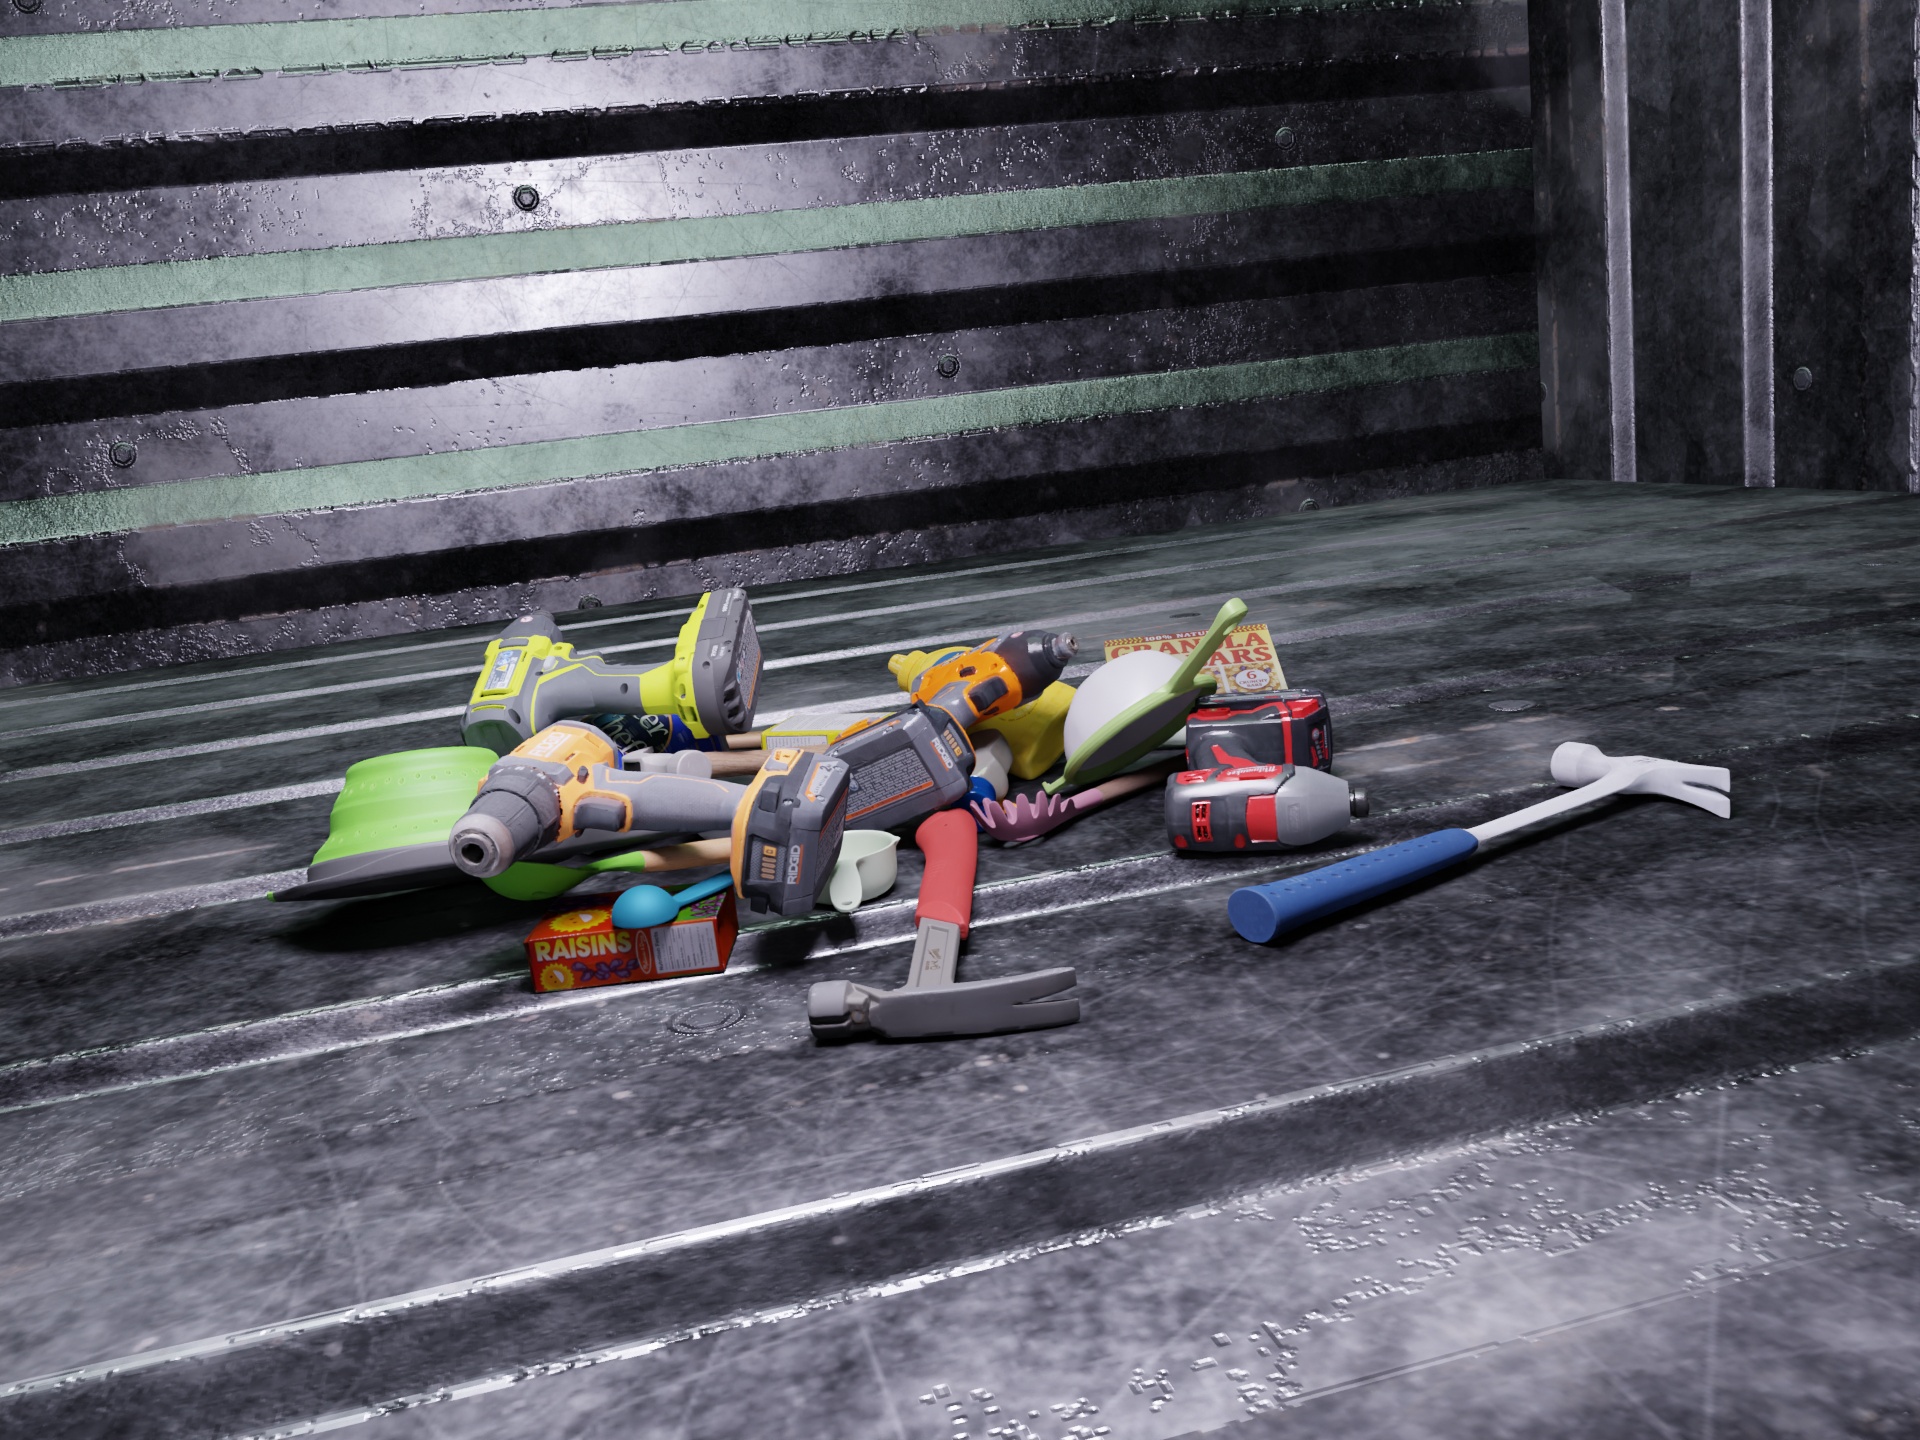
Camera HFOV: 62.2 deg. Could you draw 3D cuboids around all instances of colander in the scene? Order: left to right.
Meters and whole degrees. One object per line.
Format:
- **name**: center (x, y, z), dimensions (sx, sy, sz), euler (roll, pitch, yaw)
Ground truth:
- **colander**: center (-0.322, 0.058, 1.175), dimensions (0.397, 0.094, 0.204), euler (-11, -7, 15)

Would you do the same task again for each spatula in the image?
- **spatula**: center (-0.248, 0.033, 1.632), dimensions (0.317, 0.044, 0.082), euler (-4, 10, -13)

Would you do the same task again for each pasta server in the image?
- **pasta server**: center (0.126, 0.049, 1.308), dimensions (0.060, 0.040, 0.316), euler (-10, 4, 45)

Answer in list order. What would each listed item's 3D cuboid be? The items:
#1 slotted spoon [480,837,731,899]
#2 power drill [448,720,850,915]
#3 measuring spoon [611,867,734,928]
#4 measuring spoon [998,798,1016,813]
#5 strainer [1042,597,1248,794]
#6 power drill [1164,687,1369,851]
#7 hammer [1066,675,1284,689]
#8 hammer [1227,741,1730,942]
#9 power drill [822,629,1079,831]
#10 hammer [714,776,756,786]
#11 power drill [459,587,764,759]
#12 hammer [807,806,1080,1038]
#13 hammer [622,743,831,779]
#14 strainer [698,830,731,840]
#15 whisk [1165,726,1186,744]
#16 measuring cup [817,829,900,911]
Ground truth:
- **slotted spoon**: center (-0.212, 0.100, 1.153), dimensions (0.070, 0.031, 0.313), euler (-8, -3, 38)
- **power drill**: center (-0.197, 0.063, 1.009), dimensions (0.226, 0.084, 0.185), euler (9, 17, 4)
- **measuring spoon**: center (-0.175, 0.105, 1.039), dimensions (0.042, 0.021, 0.128), euler (3, 17, 36)
- **measuring spoon**: center (0.037, 0.068, 1.325), dimensions (0.021, 0.011, 0.117), euler (-12, 12, -25)
- **strainer**: center (0.155, -0.040, 1.303), dimensions (0.151, 0.069, 0.256), euler (-22, -20, -32)
- **power drill**: center (0.233, 0.040, 1.209), dimensions (0.143, 0.078, 0.220), euler (-4, 15, 12)
- **hammer**: center (0.163, -0.033, 1.643), dimensions (0.337, 0.034, 0.127), euler (-2, 32, 9)
- **hammer**: center (0.345, 0.077, 1.057), dimensions (0.405, 0.035, 0.144), euler (-14, 13, -32)
- **power drill**: center (-0.002, -0.004, 1.295), dimensions (0.164, 0.084, 0.226), euler (-24, 12, 35)
- **hammer**: center (-0.222, 0.063, 1.440), dimensions (0.331, 0.033, 0.128), euler (1, 13, 31)
- **power drill**: center (-0.282, -0.044, 1.306), dimensions (0.223, 0.080, 0.171), euler (-5, 38, 6)
- **hammer**: center (-0.001, 0.120, 1.036), dimensions (0.149, 0.036, 0.359), euler (-5, 12, 4)
- **hammer**: center (-0.131, 0.033, 1.327), dimensions (0.331, 0.031, 0.130), euler (-2, 1, -43)
- **strainer**: center (-0.166, 0.072, 1.249), dimensions (0.087, 0.050, 0.258), euler (-6, -2, -24)
- **whisk**: center (0.150, 0.008, 1.481), dimensions (0.246, 0.059, 0.057), euler (1, -15, 15)
- **measuring cup**: center (-0.078, 0.116, 1.098), dimensions (0.083, 0.038, 0.168), euler (-7, 14, -4)
